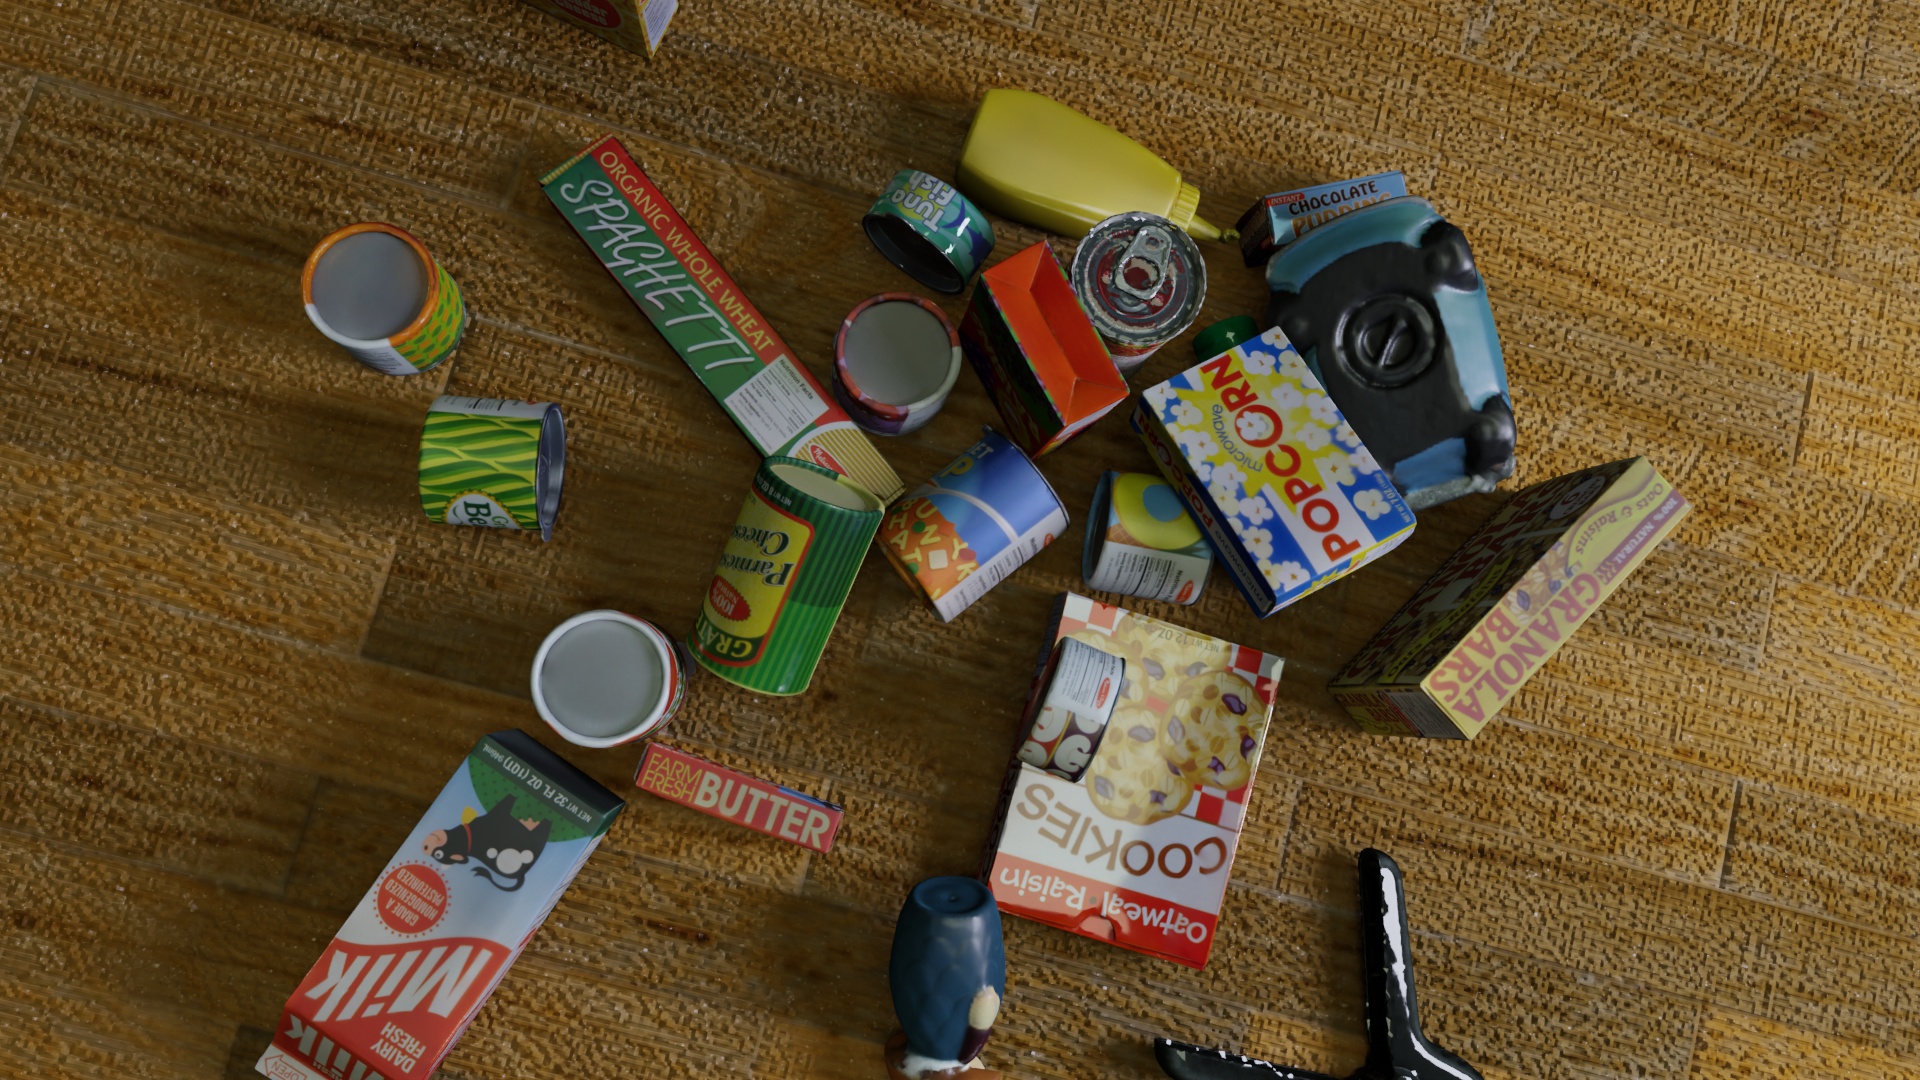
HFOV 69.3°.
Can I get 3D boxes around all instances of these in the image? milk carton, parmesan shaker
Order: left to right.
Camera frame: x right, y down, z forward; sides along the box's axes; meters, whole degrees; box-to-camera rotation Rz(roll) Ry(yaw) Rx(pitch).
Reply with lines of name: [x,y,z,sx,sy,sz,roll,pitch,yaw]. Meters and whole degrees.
milk carton: [-0.250,0.189,0.669,0.072,0.073,0.191,34,81,-2]
parmesan shaker: [-0.089,0.016,0.696,0.071,0.071,0.102,23,104,-3]

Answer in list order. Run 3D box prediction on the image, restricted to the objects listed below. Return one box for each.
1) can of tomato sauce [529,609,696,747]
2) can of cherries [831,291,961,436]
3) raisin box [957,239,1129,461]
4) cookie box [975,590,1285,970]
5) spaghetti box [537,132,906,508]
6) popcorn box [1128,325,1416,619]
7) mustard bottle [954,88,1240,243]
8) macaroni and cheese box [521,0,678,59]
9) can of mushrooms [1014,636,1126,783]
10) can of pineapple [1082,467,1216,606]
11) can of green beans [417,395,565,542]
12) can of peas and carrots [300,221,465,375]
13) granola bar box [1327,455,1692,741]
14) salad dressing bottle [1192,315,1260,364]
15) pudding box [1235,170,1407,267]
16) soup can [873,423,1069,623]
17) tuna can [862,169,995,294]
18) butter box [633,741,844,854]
can of tomato sauce: [-0.170,0.068,0.688,0.071,0.083,0.071,1,84,-6]
can of cherries: [-0.037,-0.094,0.735,0.071,0.058,0.071,1,84,-7]
raisin box: [0.039,-0.092,0.711,0.040,0.123,0.086,-29,88,-8]
cookie box: [0.088,0.124,0.732,0.123,0.040,0.167,17,82,-4]
spaghetti box: [-0.126,-0.106,0.741,0.050,0.028,0.250,-40,89,-9]
popcorn box: [0.155,-0.035,0.696,0.085,0.038,0.127,-26,71,-12]
mustard bottle: [0.078,-0.193,0.765,0.160,0.048,0.065,22,82,-4]
macaroni and cheese box: [-0.211,-0.314,0.687,0.124,0.166,0.040,24,83,-3]
can of mushrooms: [0.053,0.084,0.681,0.033,0.071,0.071,22,82,-1]
can of pineapple: [0.100,-0.003,0.737,0.058,0.071,0.071,10,82,-5]
can of green beans: [-0.235,-0.039,0.702,0.058,0.071,0.071,4,83,-5]
can of peas and carrots: [-0.293,-0.125,0.710,0.071,0.058,0.071,1,84,-7]
granola bar box: [0.278,0.032,0.722,0.166,0.124,0.039,-43,89,-9]
salad dressing bottle: [0.167,-0.049,0.755,0.044,0.064,0.148,-11,76,-26]
pudding box: [0.203,-0.180,0.777,0.084,0.049,0.030,-12,87,-8]
soup can: [0.003,-0.009,0.726,0.084,0.071,0.071,-38,89,-9]
tuna can: [-0.017,-0.165,0.740,0.071,0.071,0.033,34,80,-2]
butter box: [-0.111,0.130,0.702,0.103,0.053,0.024,21,80,-4]
